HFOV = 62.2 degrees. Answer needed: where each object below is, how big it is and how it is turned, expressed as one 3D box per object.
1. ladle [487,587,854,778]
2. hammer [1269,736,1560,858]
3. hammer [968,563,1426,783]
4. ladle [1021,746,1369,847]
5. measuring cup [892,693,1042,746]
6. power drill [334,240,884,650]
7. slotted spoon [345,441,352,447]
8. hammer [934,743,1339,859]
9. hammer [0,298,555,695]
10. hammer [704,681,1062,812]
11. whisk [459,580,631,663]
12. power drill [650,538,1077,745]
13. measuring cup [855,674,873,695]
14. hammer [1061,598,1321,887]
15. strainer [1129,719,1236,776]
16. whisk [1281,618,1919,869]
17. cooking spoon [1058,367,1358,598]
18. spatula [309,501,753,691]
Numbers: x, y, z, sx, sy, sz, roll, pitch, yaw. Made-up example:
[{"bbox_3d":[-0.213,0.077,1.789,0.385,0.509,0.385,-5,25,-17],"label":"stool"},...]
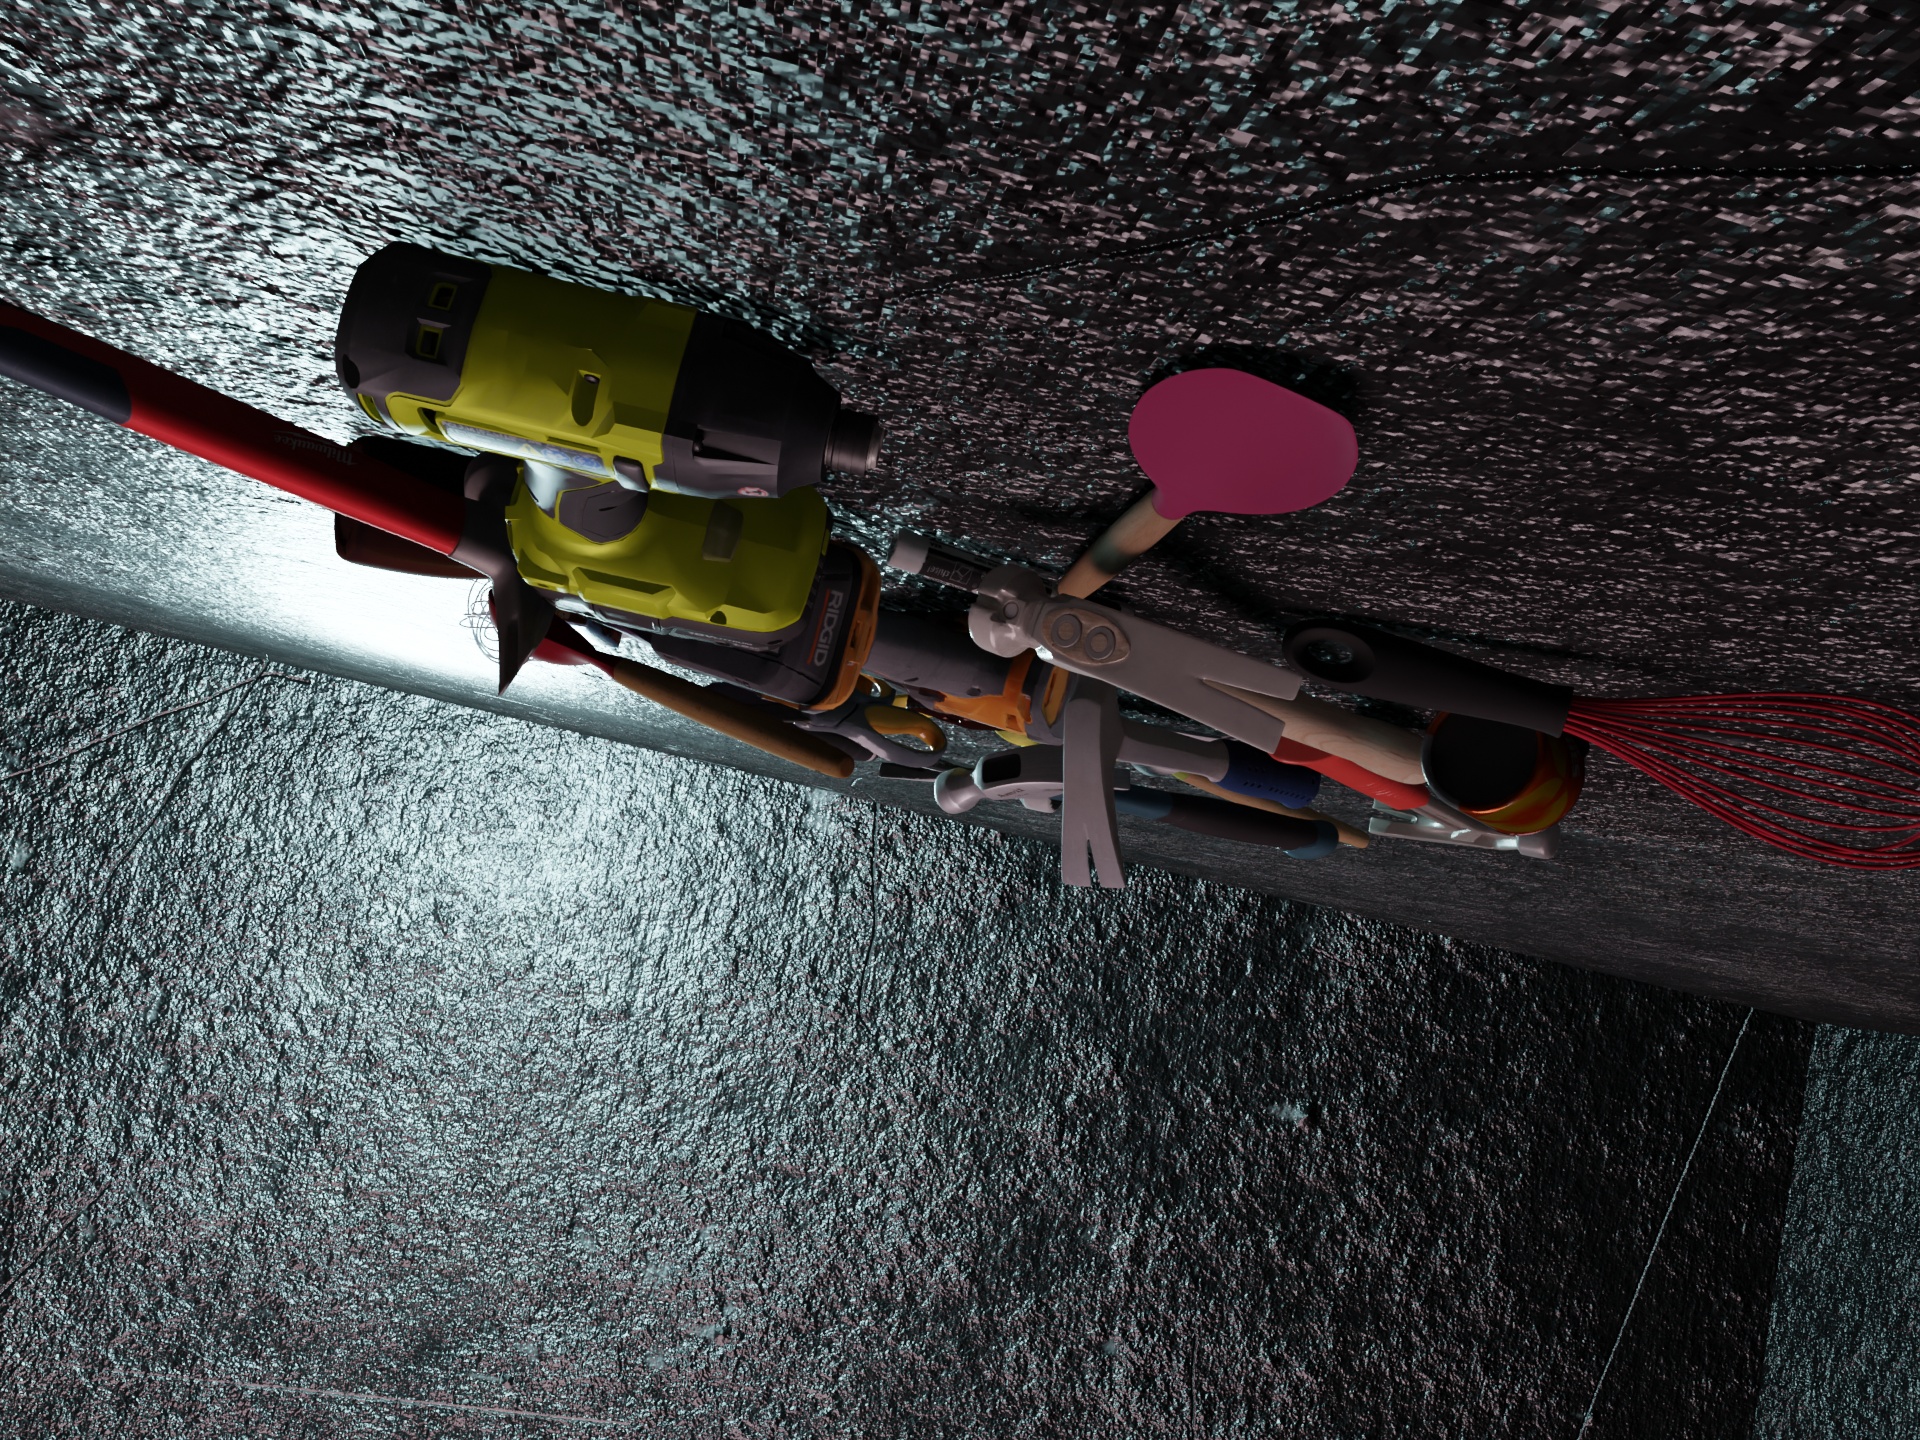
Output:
[{"bbox_3d":[-0.158,-0.020,0.824,0.316,0.031,0.069,21,178,43],"label":"ladle"},{"bbox_3d":[0.294,0.046,1.115,0.149,0.037,0.358,7,171,38],"label":"hammer"},{"bbox_3d":[0.171,-0.001,0.792,0.146,0.038,0.410,23,-175,34],"label":"hammer"},{"bbox_3d":[0.187,0.058,1.214,0.320,0.062,0.078,21,-171,-26],"label":"ladle"},{"bbox_3d":[-0.002,-0.003,1.069,0.156,0.029,0.062,-5,133,18],"label":"measuring cup"},{"bbox_3d":[-0.114,-0.093,0.599,0.171,0.080,0.223,13,170,-1],"label":"power drill"},{"bbox_3d":[-0.195,-0.096,0.912,0.313,0.031,0.070,15,179,-31],"label":"slotted spoon"},{"bbox_3d":[0.148,0.062,1.121,0.330,0.033,0.128,13,158,-38],"label":"hammer"},{"bbox_3d":[-0.341,-0.126,0.630,0.386,0.143,0.038,23,124,-34],"label":"hammer"},{"bbox_3d":[-0.061,0.018,1.092,0.149,0.036,0.408,10,176,24],"label":"hammer"},{"bbox_3d":[-0.235,-0.070,1.098,0.285,0.070,0.070,3,169,28],"label":"whisk"},{"bbox_3d":[-0.054,-0.045,0.854,0.185,0.084,0.226,17,-177,43],"label":"power drill"},{"bbox_3d":[-0.105,-0.039,1.101,0.095,0.052,0.173,13,171,1],"label":"measuring cup"},{"bbox_3d":[0.150,0.030,0.964,0.035,0.144,0.405,2,175,27],"label":"hammer"},{"bbox_3d":[0.075,-0.006,1.098,0.258,0.050,0.087,18,180,-11],"label":"strainer"},{"bbox_3d":[0.287,0.001,0.701,0.296,0.073,0.073,16,174,17],"label":"whisk"},{"bbox_3d":[0.073,-0.078,0.602,0.068,0.017,0.319,23,172,-5],"label":"cooking spoon"},{"bbox_3d":[-0.227,-0.072,0.878,0.316,0.018,0.060,23,-166,1],"label":"spatula"}]
